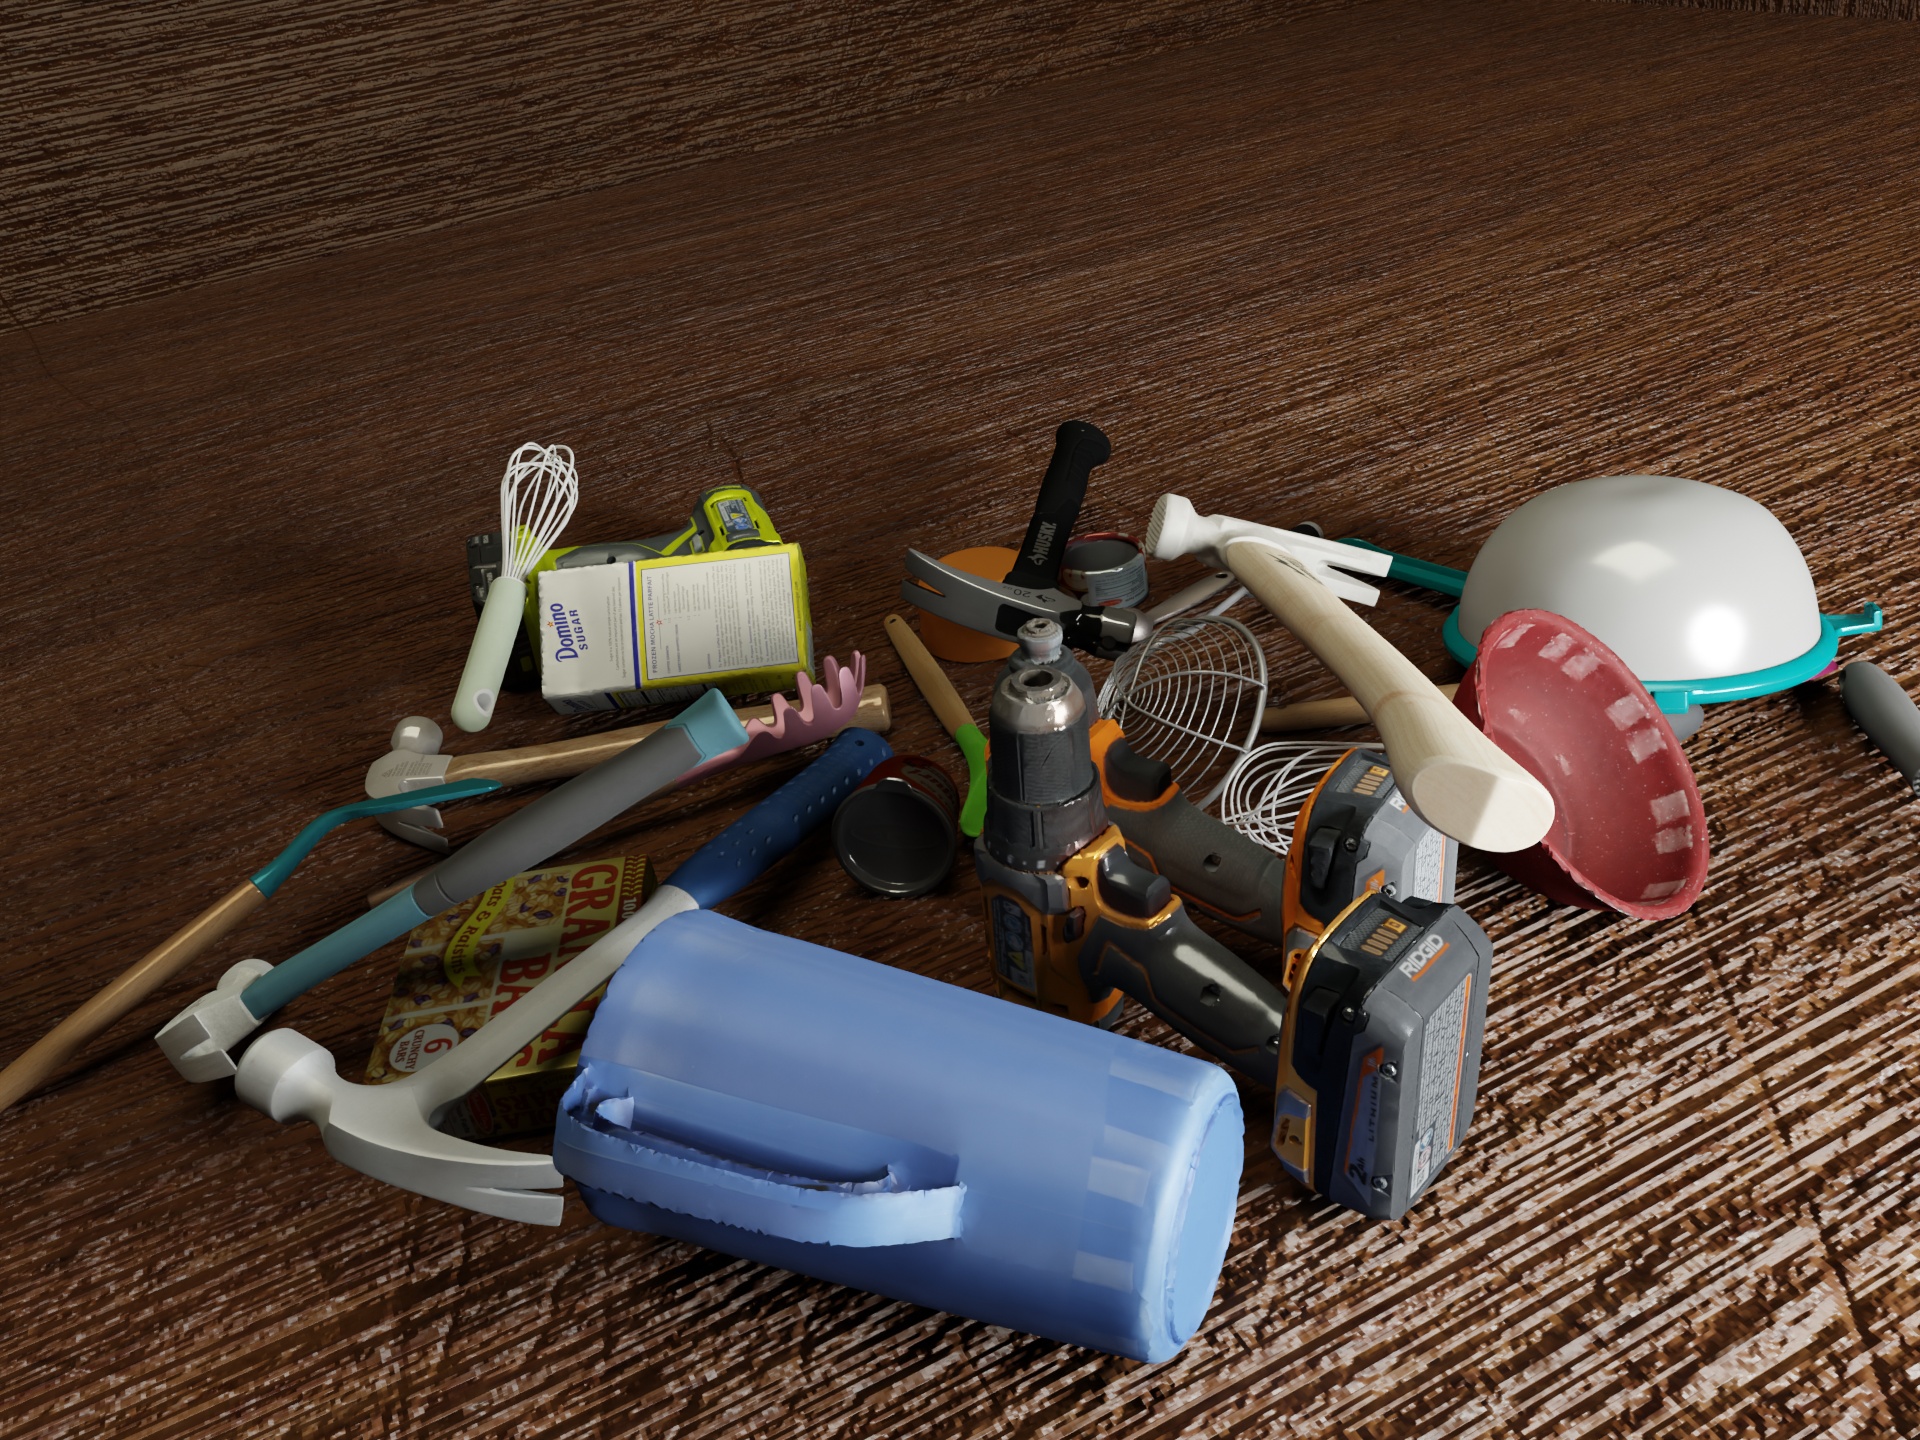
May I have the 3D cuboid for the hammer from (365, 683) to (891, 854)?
[{"bbox_3d":[-0.208,0.018,1.000,0.331,0.031,0.130,-9,30,1],"label":"hammer"}]

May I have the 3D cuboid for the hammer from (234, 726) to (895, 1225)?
[{"bbox_3d":[-0.141,0.097,0.782,0.144,0.035,0.405,21,30,19],"label":"hammer"}]

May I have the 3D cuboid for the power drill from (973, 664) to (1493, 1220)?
[{"bbox_3d":[0.098,0.084,0.660,0.226,0.185,0.084,22,41,37],"label":"power drill"}]

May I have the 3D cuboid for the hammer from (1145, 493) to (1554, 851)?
[{"bbox_3d":[0.195,-0.034,0.763,0.146,0.038,0.411,13,19,-8],"label":"hammer"}]

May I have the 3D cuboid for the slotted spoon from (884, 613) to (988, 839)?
[{"bbox_3d":[-0.002,-0.003,0.982,0.070,0.031,0.314,-30,31,-3],"label":"slotted spoon"}]

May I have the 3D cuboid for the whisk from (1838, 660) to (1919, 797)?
[{"bbox_3d":[0.477,0.026,0.779,0.055,0.055,0.239,-3,27,11],"label":"whisk"}]

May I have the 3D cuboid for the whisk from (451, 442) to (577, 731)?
[{"bbox_3d":[-0.303,-0.095,1.074,0.059,0.057,0.247,-16,50,27],"label":"whisk"}]

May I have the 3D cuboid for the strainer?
[{"bbox_3d":[0.353,-0.105,0.961,0.211,0.095,0.341,-18,25,-28],"label":"strainer"}]

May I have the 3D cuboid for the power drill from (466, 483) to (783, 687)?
[{"bbox_3d":[-0.238,-0.100,1.164,0.223,0.080,0.171,-13,35,-11],"label":"power drill"}]

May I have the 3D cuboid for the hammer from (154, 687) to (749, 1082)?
[{"bbox_3d":[-0.246,0.078,0.770,0.331,0.033,0.128,-31,11,6],"label":"hammer"}]

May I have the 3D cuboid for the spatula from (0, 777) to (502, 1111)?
[{"bbox_3d":[-0.391,0.116,0.853,0.317,0.044,0.082,-42,21,-23],"label":"spatula"}]

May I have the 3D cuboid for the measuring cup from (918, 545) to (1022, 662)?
[{"bbox_3d":[0.027,-0.106,1.118,0.095,0.052,0.174,3,35,20],"label":"measuring cup"}]

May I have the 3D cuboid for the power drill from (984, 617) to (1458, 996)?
[{"bbox_3d":[0.110,0.043,0.742,0.227,0.164,0.084,16,37,33],"label":"power drill"}]

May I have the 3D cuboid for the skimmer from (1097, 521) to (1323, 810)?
[{"bbox_3d":[0.179,-0.045,0.981,0.127,0.090,0.363,-38,-2,36],"label":"skimmer"}]

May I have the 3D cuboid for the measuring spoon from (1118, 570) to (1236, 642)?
[{"bbox_3d":[0.145,-0.084,1.083,0.124,0.018,0.034,-28,35,-30],"label":"measuring spoon"}]

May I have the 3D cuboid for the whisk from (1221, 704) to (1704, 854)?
[{"bbox_3d":[0.268,0.023,0.838,0.284,0.070,0.070,-12,30,-13],"label":"whisk"}]

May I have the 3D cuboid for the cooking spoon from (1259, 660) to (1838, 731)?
[{"bbox_3d":[0.333,-0.018,0.915,0.319,0.017,0.069,-7,19,7],"label":"cooking spoon"}]

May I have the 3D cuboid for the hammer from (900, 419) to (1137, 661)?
[{"bbox_3d":[0.059,-0.140,1.094,0.146,0.035,0.335,13,31,4],"label":"hammer"}]

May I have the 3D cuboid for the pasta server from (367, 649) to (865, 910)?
[{"bbox_3d":[-0.196,0.038,0.933,0.316,0.040,0.060,-23,15,-10],"label":"pasta server"}]
